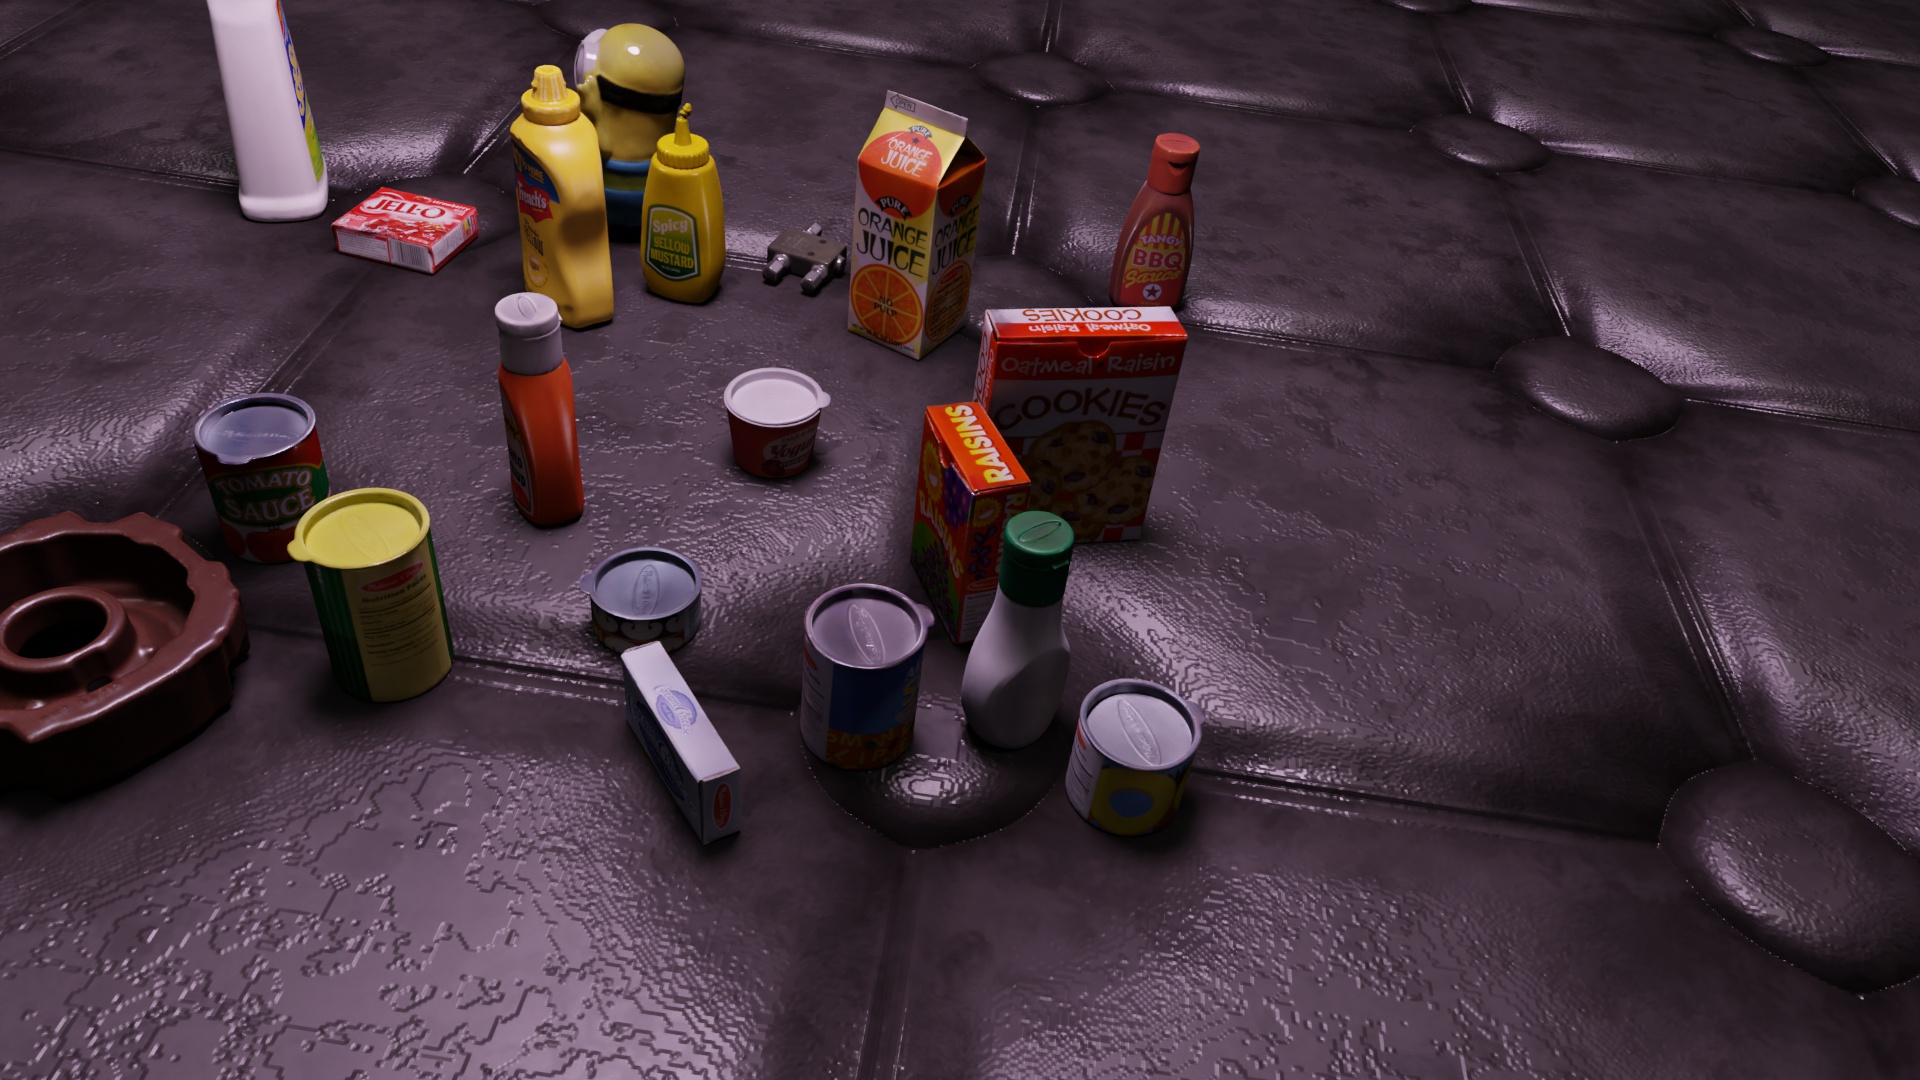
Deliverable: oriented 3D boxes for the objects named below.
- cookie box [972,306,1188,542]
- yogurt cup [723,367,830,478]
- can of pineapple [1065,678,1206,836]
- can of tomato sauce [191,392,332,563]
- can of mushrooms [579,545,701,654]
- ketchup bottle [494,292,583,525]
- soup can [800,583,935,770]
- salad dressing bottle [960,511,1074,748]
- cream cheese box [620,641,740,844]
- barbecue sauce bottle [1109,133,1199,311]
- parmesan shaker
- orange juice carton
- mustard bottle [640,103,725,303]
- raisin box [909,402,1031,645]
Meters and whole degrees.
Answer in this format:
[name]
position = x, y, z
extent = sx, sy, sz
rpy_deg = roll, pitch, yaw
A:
[cookie box]
position = 0.069, -0.071, 0.900
extent = 0.123, 0.166, 0.040
rpy_deg = -3, 41, -13
[yogurt cup]
position = -0.130, -0.080, 0.967
extent = 0.072, 0.053, 0.073
rpy_deg = 5, 40, -4
[can of pineapple]
position = 0.096, 0.119, 0.764
extent = 0.071, 0.057, 0.071
rpy_deg = 5, 40, -4
[can of tomato sauce]
position = -0.421, -0.036, 0.845
extent = 0.071, 0.082, 0.071
rpy_deg = 5, 40, -4
[can of mushrooms]
position = -0.191, 0.036, 0.834
extent = 0.071, 0.033, 0.071
rpy_deg = 5, 40, -4
[ketchup bottle]
position = -0.266, -0.083, 0.875
extent = 0.044, 0.148, 0.065
rpy_deg = -15, 45, -25
[soup can]
position = -0.052, 0.076, 0.771
extent = 0.071, 0.083, 0.072
rpy_deg = 5, 40, -4
[salad dressing bottle]
position = 0.035, 0.051, 0.766
extent = 0.064, 0.146, 0.044
rpy_deg = -22, 48, -31
[cream cheese box]
position = -0.150, 0.107, 0.742
extent = 0.024, 0.053, 0.104
rpy_deg = -18, 46, -28
[barbecue sauce bottle]
position = 0.167, -0.264, 1.160
extent = 0.065, 0.147, 0.044
rpy_deg = 4, 40, -5
[parmesan shaker]
position = -0.323, 0.032, 0.764
extent = 0.071, 0.102, 0.072
rpy_deg = 5, 40, -4
[orange juice carton]
position = -0.034, -0.245, 1.072
extent = 0.072, 0.191, 0.073
rpy_deg = 25, 43, 20
[mustard bottle]
position = -0.219, -0.266, 1.091
extent = 0.065, 0.159, 0.049
rpy_deg = 14, 40, 7
[raisin box]
position = 0.003, -0.011, 0.852
extent = 0.040, 0.122, 0.086
rpy_deg = -9, 43, -19
